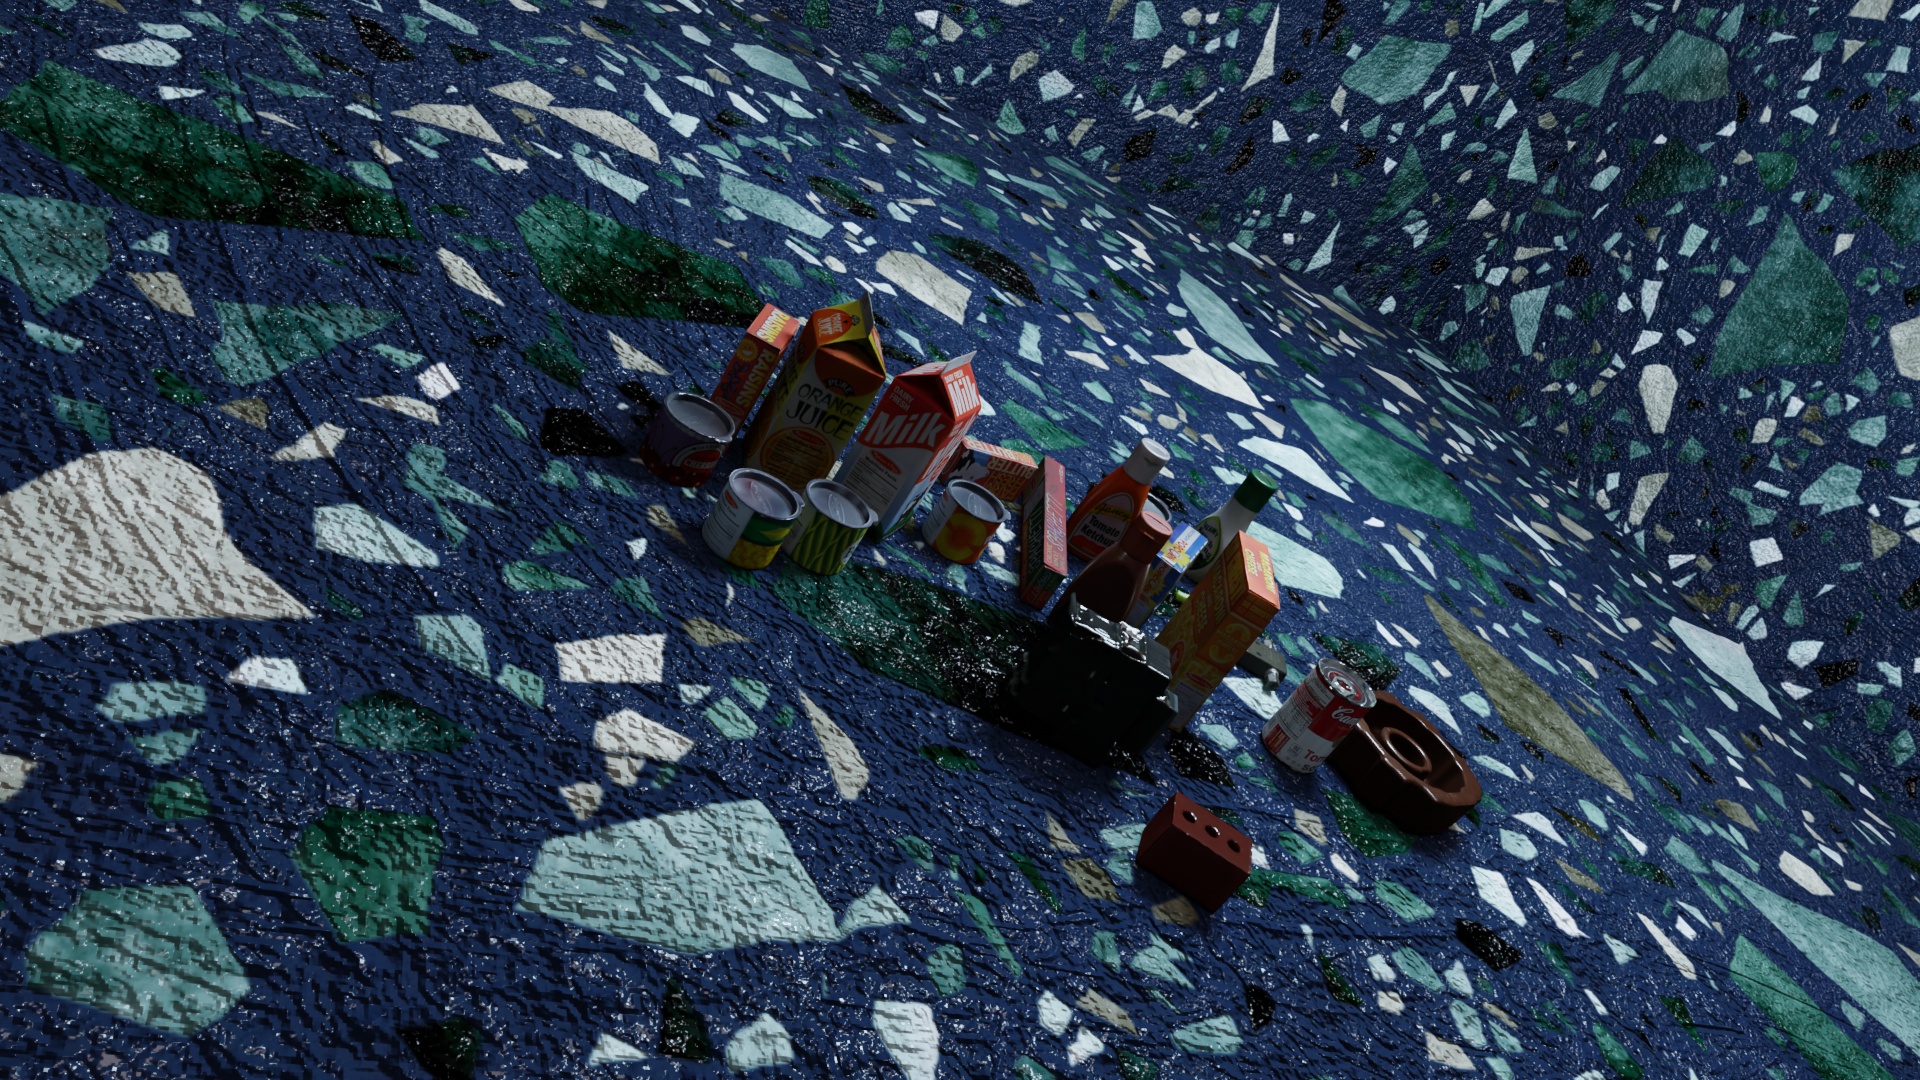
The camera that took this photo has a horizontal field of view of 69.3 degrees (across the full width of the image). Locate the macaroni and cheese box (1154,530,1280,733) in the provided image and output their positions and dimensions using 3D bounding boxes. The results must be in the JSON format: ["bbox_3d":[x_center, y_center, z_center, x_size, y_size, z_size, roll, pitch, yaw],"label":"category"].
[{"bbox_3d":[0.242,0.087,1.344,0.040,0.165,0.124,30,26,-8],"label":"macaroni and cheese box"}]

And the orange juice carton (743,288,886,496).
[{"bbox_3d":[-0.127,-0.138,1.281,0.073,0.191,0.072,22,28,-23],"label":"orange juice carton"}]

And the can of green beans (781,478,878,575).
[{"bbox_3d":[-0.120,-0.012,1.227,0.071,0.057,0.071,26,27,-15],"label":"can of green beans"}]

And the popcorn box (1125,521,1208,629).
[{"bbox_3d":[0.215,0.037,1.491,0.038,0.085,0.127,38,26,9],"label":"popcorn box"}]

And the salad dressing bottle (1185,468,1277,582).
[{"bbox_3d":[0.312,-0.017,1.619,0.044,0.147,0.064,15,32,-34],"label":"salad dressing bottle"}]

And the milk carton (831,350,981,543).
[{"bbox_3d":[-0.046,-0.097,1.305,0.073,0.189,0.072,38,26,8],"label":"milk carton"}]

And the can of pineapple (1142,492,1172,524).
[{"bbox_3d":[0.203,-0.020,1.603,0.071,0.057,0.071,26,27,-15],"label":"can of pineapple"}]

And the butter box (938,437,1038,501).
[{"bbox_3d":[0.030,-0.077,1.510,0.103,0.053,0.024,12,33,-37],"label":"butter box"}]

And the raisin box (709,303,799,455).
[{"bbox_3d":[-0.200,-0.151,1.298,0.040,0.123,0.086,30,26,-8],"label":"raisin box"}]

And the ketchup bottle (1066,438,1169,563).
[{"bbox_3d":[0.170,-0.043,1.504,0.065,0.148,0.044,29,26,-10],"label":"ketchup bottle"}]

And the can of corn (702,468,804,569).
[{"bbox_3d":[-0.175,-0.018,1.175,0.071,0.058,0.071,26,27,-15],"label":"can of corn"}]

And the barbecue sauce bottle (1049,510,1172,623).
[{"bbox_3d":[0.149,0.038,1.344,0.065,0.148,0.044,36,26,4],"label":"barbecue sauce bottle"}]

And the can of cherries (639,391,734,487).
[{"bbox_3d":[-0.239,-0.087,1.220,0.071,0.058,0.072,26,27,-15],"label":"can of cherries"}]

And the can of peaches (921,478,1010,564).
[{"bbox_3d":[0.005,-0.017,1.376,0.071,0.057,0.071,26,27,-15],"label":"can of peaches"}]

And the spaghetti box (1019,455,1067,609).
[{"bbox_3d":[0.087,-0.013,1.470,0.028,0.050,0.251,28,27,-12],"label":"spaghetti box"}]
